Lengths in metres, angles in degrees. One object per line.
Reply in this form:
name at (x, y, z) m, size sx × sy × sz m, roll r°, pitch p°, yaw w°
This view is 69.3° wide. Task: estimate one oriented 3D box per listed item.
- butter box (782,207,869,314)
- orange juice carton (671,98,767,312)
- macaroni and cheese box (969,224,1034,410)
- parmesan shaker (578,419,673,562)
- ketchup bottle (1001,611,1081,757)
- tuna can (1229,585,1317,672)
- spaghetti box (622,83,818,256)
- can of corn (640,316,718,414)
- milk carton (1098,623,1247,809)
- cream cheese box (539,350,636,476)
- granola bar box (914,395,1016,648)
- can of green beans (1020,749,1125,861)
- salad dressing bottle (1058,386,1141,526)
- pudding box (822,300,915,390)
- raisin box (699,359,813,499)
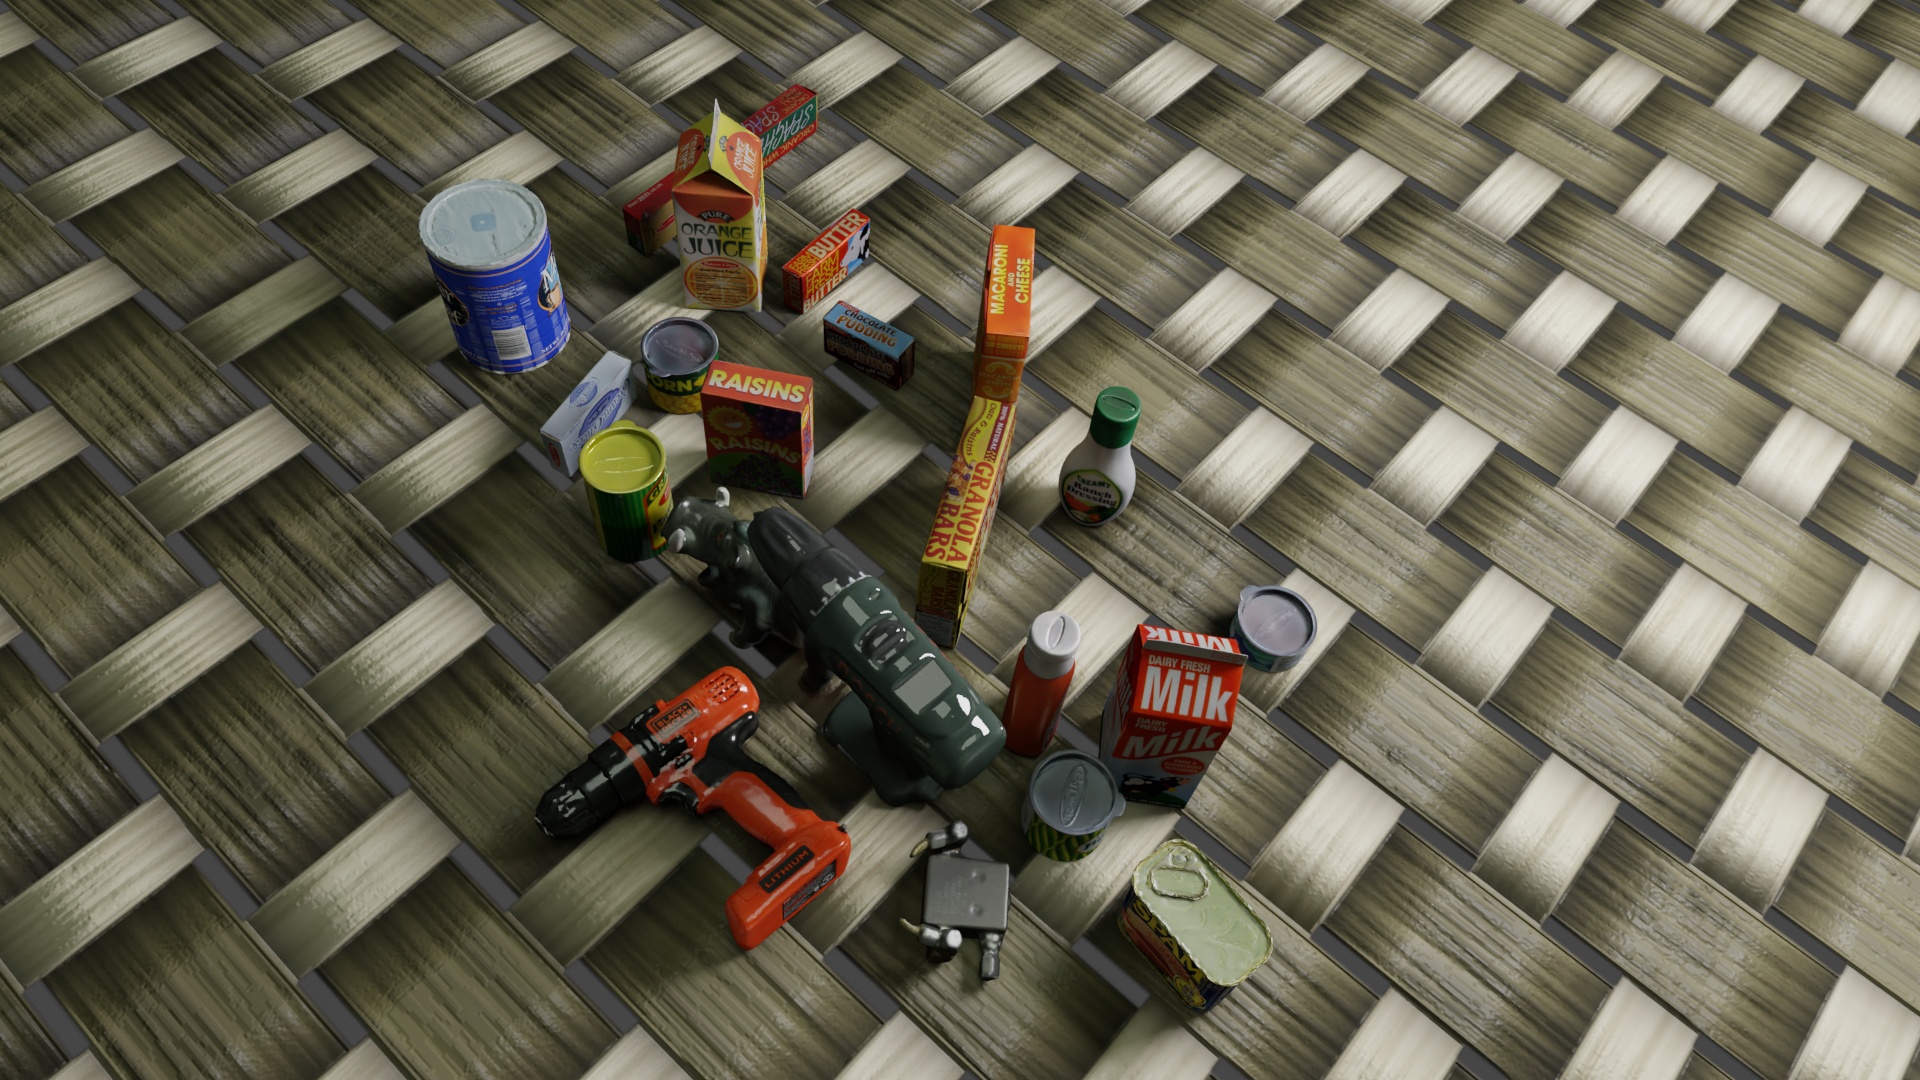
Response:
butter box at (-0.126, -0.264, 1.312) m, size 0.024 × 0.052 × 0.104 m, roll 34°, pitch 60°, yaw 16°
orange juice carton at (-0.214, -0.295, 1.241) m, size 0.073 × 0.191 × 0.072 m, roll 3°, pitch 57°, yaw -3°
macaroni and cheese box at (0.033, -0.168, 1.197) m, size 0.040 × 0.165 × 0.124 m, roll 6°, pitch 57°, yaw -2°
parmesan shaker at (-0.266, -0.038, 1.122) m, size 0.071 × 0.102 × 0.071 m, roll 2°, pitch 57°, yaw -4°
ketchup bottle at (0.060, 0.104, 1.032) m, size 0.043 × 0.148 × 0.065 m, roll 17°, pitch 57°, yaw 6°
tuna can at (0.254, 0.071, 1.141) m, size 0.071 × 0.032 × 0.071 m, roll 3°, pitch 57°, yaw -4°
spaghetti box at (-0.232, -0.369, 1.372) m, size 0.029 × 0.050 × 0.251 m, roll 35°, pitch 61°, yaw 16°
can of corn at (-0.247, -0.152, 1.224) m, size 0.071 × 0.058 × 0.071 m, roll 3°, pitch 57°, yaw -4°
milk carton at (0.150, 0.121, 1.005) m, size 0.072 × 0.189 × 0.074 m, roll 9°, pitch 57°, yaw 0°
cream cheese box at (-0.318, -0.109, 1.192) m, size 0.024 × 0.053 × 0.104 m, roll 25°, pitch 58°, yaw 10°
granola bar box at (0.004, -0.014, 1.119) m, size 0.039 × 0.123 × 0.166 m, roll 14°, pitch 57°, yaw 4°
can of green beans at (0.080, 0.197, 1.028) m, size 0.071 × 0.057 × 0.071 m, roll 3°, pitch 57°, yaw -4°
salad dressing bottle at (0.118, -0.069, 1.151) m, size 0.064 × 0.147 × 0.044 m, roll 20°, pitch 58°, yaw 8°
pudding box at (-0.083, -0.178, 1.262) m, size 0.084 × 0.049 × 0.030 m, roll 30°, pitch 59°, yaw 14°
raisin box at (-0.166, -0.091, 1.153) m, size 0.086 × 0.122 × 0.040 m, roll 12°, pitch 57°, yaw 2°
